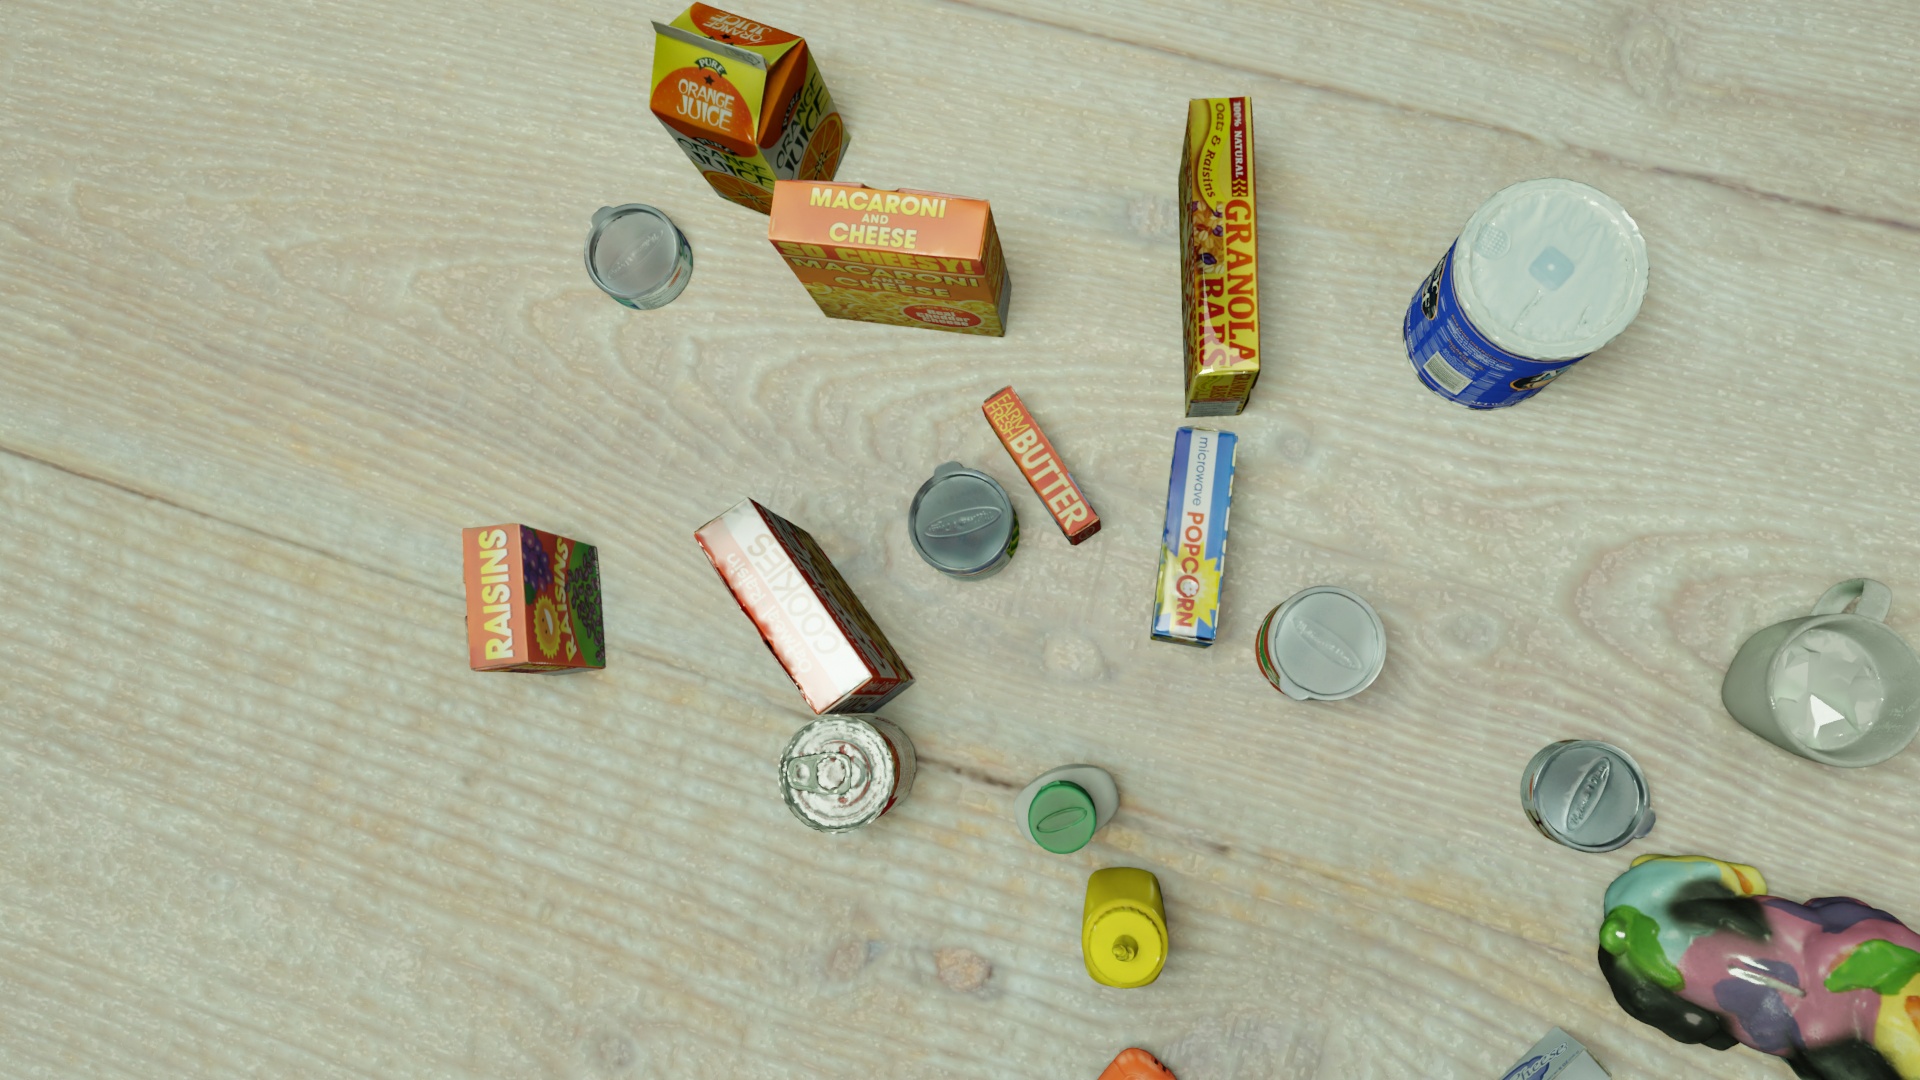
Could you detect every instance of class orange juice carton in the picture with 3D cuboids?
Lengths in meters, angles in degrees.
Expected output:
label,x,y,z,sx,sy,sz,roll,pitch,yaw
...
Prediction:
label,x,y,z,sx,sy,sz,roll,pitch,yaw
orange juice carton,-0.130,-0.265,0.857,0.072,0.192,0.073,22,86,8

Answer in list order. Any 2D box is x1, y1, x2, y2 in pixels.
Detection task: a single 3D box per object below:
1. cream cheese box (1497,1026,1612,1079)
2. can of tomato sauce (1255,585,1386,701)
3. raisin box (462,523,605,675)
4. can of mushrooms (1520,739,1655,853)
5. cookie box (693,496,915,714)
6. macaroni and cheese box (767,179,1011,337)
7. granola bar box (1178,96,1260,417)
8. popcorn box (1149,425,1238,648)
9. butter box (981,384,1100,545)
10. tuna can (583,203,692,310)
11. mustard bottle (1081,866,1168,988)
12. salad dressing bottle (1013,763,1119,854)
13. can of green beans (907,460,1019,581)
label,x,y,z,sx,sy,sz,roll,pitch,yaw
cream cheese box,0.324,0.330,0.804,0.104,0.053,0.024,-43,81,-1
can of tomato sauce,0.213,0.065,0.835,0.071,0.083,0.071,-1,83,6
raisin box,-0.265,0.039,0.867,0.040,0.123,0.086,-6,83,5
can of mushrooms,0.375,0.154,0.832,0.071,0.033,0.071,-1,83,6
cookie box,-0.088,0.044,0.826,0.040,0.167,0.123,-37,81,1
macaroni and cheese box,-0.038,-0.170,0.849,0.124,0.166,0.040,7,84,7
granola bar box,0.157,-0.168,0.850,0.039,0.124,0.165,-1,83,6
popcorn box,0.142,0.000,0.849,0.038,0.085,0.127,7,84,7
butter box,0.051,-0.046,0.881,0.024,0.053,0.103,-33,81,1
tuna can,-0.218,-0.193,0.938,0.071,0.033,0.071,-1,83,6
mustard bottle,0.093,0.224,0.788,0.049,0.160,0.065,-1,83,6
salad dressing bottle,0.060,0.156,0.806,0.064,0.147,0.044,-20,82,3
can of green beans,0.003,-0.009,0.879,0.071,0.058,0.071,-1,83,6
